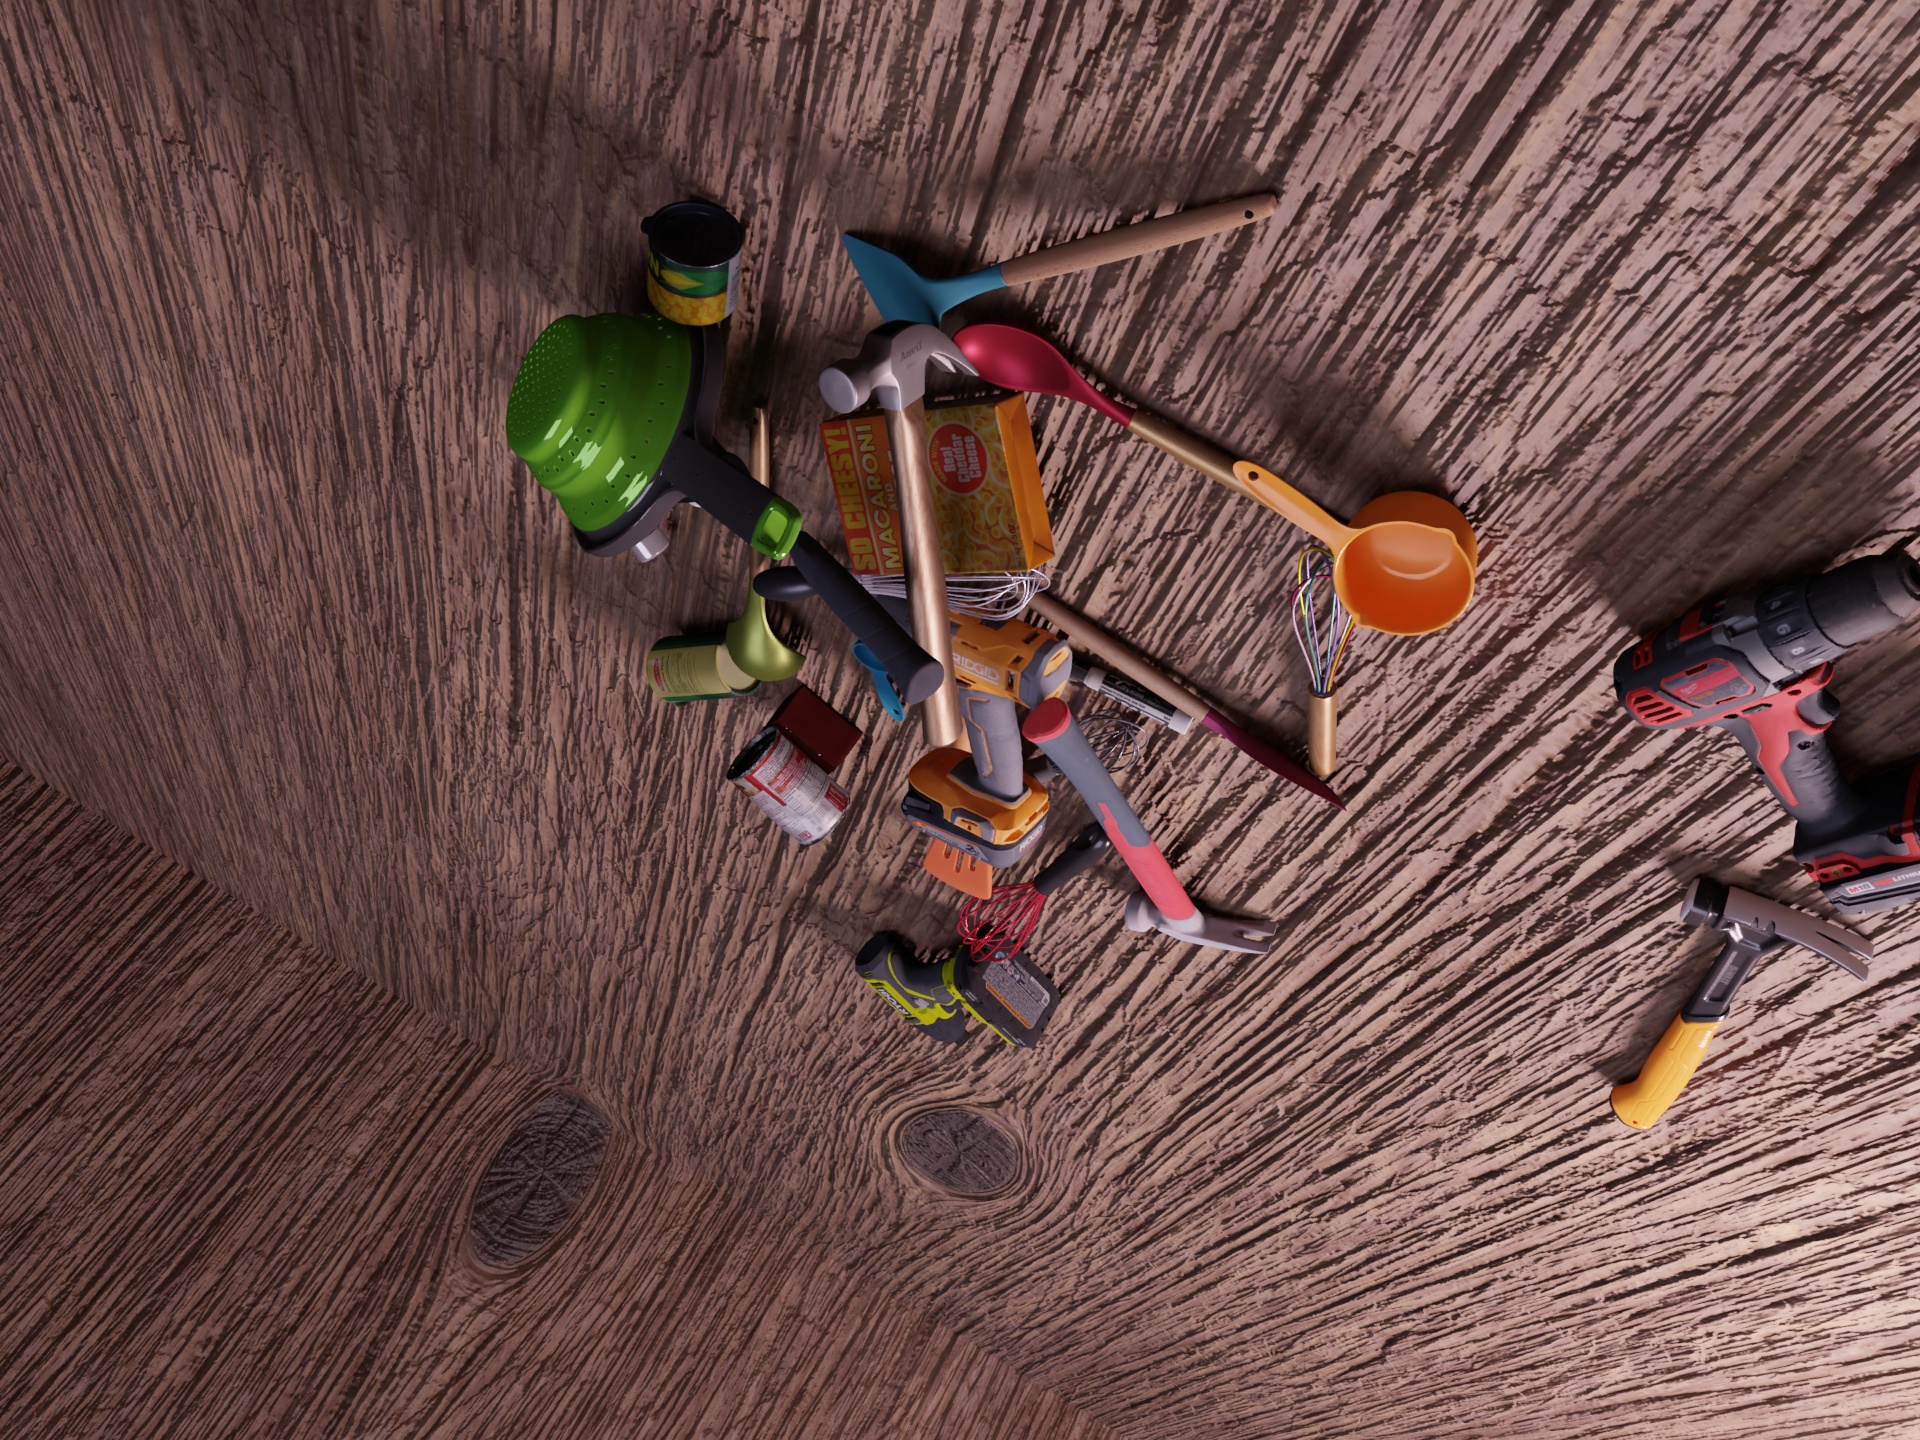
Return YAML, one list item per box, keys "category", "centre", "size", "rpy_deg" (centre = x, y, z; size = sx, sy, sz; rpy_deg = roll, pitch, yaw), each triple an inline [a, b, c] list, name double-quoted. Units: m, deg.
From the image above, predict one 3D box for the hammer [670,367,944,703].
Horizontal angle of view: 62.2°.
- category: "hammer"
  centre: [-0.123, -0.139, 1.166]
  size: [0.409, 0.036, 0.149]
  rpy_deg: [47, 153, 41]

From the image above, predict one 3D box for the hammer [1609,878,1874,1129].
- category: "hammer"
  centre: [0.592, 0.245, 1.262]
  size: [0.127, 0.034, 0.336]
  rpy_deg: [21, 146, 18]

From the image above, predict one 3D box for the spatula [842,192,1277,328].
- category: "spatula"
  centre: [0.054, -0.296, 1.007]
  size: [0.317, 0.044, 0.082]
  rpy_deg: [-3, 132, 35]

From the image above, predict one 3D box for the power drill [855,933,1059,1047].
- category: "power drill"
  centre: [0.000, 0.310, 1.800]
  size: [0.171, 0.080, 0.223]
  rpy_deg: [47, 148, -20]

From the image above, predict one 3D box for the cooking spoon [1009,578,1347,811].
- category: "cooking spoon"
  centre: [0.173, -0.020, 1.261]
  size: [0.319, 0.017, 0.069]
  rpy_deg: [34, -171, 2]

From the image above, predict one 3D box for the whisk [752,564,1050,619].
- category: "whisk"
  centre: [-0.055, -0.113, 1.284]
  size: [0.285, 0.070, 0.070]
  rpy_deg: [1, 136, 33]

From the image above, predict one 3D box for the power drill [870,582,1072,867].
- category: "power drill"
  centre: [-0.002, -0.004, 1.348]
  size: [0.185, 0.084, 0.226]
  rpy_deg: [25, 132, 25]

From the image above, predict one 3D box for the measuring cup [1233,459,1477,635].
- category: "measuring cup"
  centre: [0.253, -0.128, 1.024]
  size: [0.173, 0.052, 0.095]
  rpy_deg: [34, 134, -3]

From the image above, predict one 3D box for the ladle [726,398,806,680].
- category: "ladle"
  centre: [-0.168, -0.150, 1.373]
  size: [0.078, 0.062, 0.319]
  rpy_deg: [25, 140, 14]

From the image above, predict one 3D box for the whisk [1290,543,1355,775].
- category: "whisk"
  centre: [0.266, -0.035, 1.157]
  size: [0.047, 0.051, 0.244]
  rpy_deg: [11, 145, 20]

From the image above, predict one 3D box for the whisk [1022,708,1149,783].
- category: "whisk"
  centre: [0.087, 0.037, 1.399]
  size: [0.055, 0.055, 0.239]
  rpy_deg: [41, 151, -13]

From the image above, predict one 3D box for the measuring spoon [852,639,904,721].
- category: "measuring spoon"
  centre: [-0.066, -0.040, 1.451]
  size: [0.042, 0.021, 0.128]
  rpy_deg: [17, 153, 21]

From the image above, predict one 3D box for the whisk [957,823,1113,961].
- category: "whisk"
  centre: [0.073, 0.168, 1.568]
  size: [0.073, 0.073, 0.295]
  rpy_deg: [36, 142, -6]

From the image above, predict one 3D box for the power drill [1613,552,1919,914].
- category: "power drill"
  centre: [0.536, 0.004, 0.957]
  size: [0.226, 0.080, 0.188]
  rpy_deg: [42, 146, -9]

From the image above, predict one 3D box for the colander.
- category: "colander"
  centre: [-0.228, -0.199, 1.109]
  size: [0.094, 0.204, 0.397]
  rpy_deg: [21, -169, -38]

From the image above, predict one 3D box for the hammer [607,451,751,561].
- category: "hammer"
  centre: [-0.242, -0.192, 1.270]
  size: [0.146, 0.035, 0.335]
  rpy_deg: [57, 161, -21]

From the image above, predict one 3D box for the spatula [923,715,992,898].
- category: "spatula"
  centre: [-0.001, 0.053, 1.490]
  size: [0.081, 0.041, 0.322]
  rpy_deg: [25, 146, 21]

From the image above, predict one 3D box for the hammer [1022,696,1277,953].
- category: "hammer"
  centre: [0.156, 0.098, 1.354]
  size: [0.143, 0.038, 0.385]
  rpy_deg: [8, 152, 31]

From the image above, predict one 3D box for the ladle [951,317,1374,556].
- category: "ladle"
  centre: [0.138, -0.191, 1.071]
  size: [0.315, 0.031, 0.069]
  rpy_deg: [29, 158, 1]

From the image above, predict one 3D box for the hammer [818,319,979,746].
- category: "hammer"
  centre: [-0.026, -0.121, 1.115]
  size: [0.031, 0.130, 0.331]
  rpy_deg: [19, 134, 30]
